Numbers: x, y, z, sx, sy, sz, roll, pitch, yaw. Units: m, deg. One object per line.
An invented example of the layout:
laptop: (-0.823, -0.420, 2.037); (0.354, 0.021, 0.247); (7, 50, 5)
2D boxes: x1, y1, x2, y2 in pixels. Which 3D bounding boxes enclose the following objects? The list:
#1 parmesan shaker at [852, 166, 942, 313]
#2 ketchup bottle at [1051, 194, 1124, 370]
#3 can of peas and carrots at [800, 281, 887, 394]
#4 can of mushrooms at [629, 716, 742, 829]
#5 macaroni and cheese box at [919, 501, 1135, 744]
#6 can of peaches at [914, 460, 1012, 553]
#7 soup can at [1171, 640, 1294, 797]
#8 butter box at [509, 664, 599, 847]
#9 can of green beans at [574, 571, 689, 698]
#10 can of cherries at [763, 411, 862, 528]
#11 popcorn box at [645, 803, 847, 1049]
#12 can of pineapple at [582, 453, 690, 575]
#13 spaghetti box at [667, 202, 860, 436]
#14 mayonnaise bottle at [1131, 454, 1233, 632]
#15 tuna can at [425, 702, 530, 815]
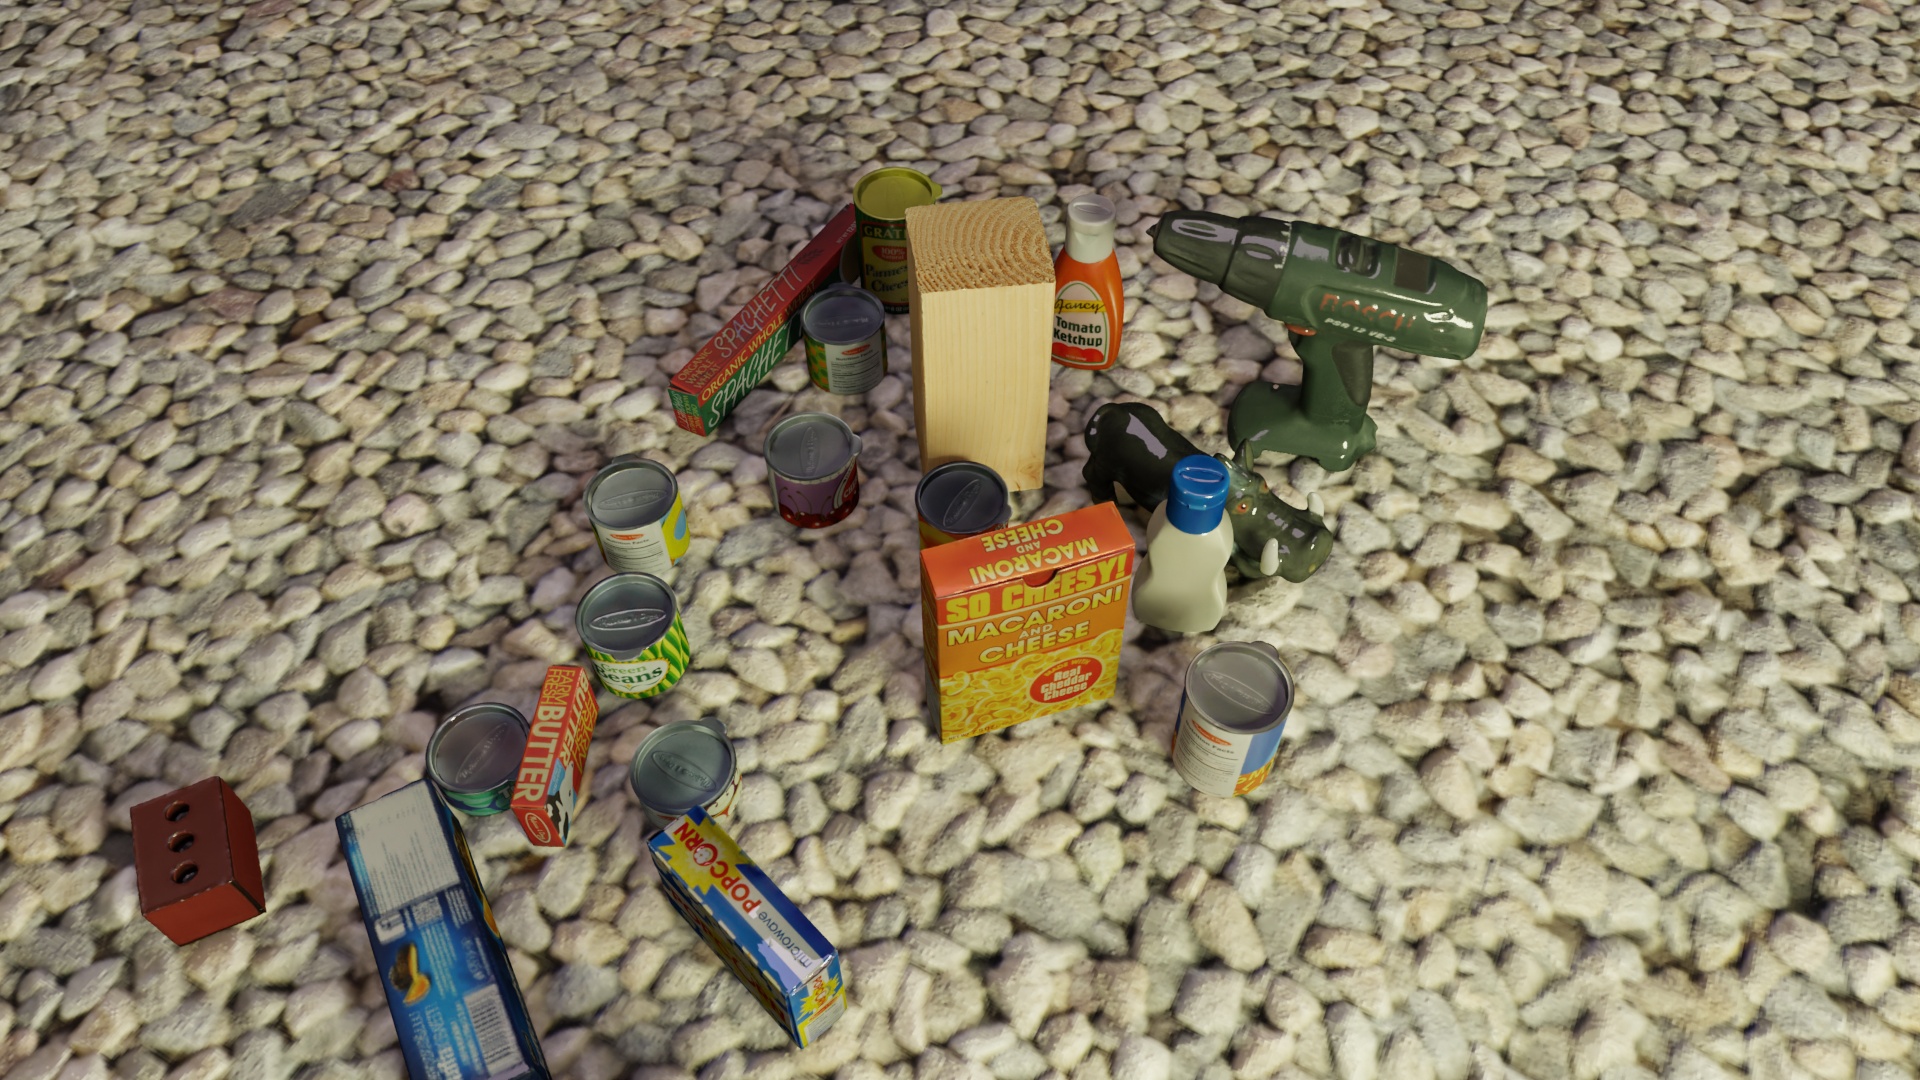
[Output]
parmesan shaker: (-0.049, -0.245, 1.140); (0.071, 0.102, 0.072); (0, 52, 0)
ketchup bottle: (0.097, -0.199, 1.074); (0.065, 0.148, 0.044); (12, 53, 10)
can of peas and carrots: (-0.092, -0.160, 1.102); (0.071, 0.058, 0.071); (0, 52, 0)
can of mushrooms: (-0.171, 0.148, 0.878); (0.071, 0.033, 0.071); (0, 52, 0)
macaroni and cheese box: (0.040, 0.056, 0.865); (0.124, 0.165, 0.040); (-15, 53, -11)
can of peaches: (0.004, -0.012, 0.987); (0.071, 0.057, 0.071); (0, 52, 0)
soup can: (0.171, 0.112, 0.872); (0.071, 0.083, 0.072); (0, 52, 0)
butter box: (-0.255, 0.135, 0.877); (0.024, 0.052, 0.104); (2, 52, 2)
can of green beans: (-0.218, 0.064, 0.929); (0.071, 0.057, 0.071); (0, 52, 0)
can of cherries: (-0.106, -0.051, 1.017); (0.071, 0.058, 0.072); (0, 52, 0)
popcorn box: (-0.120, 0.219, 0.789); (0.038, 0.084, 0.127); (-38, 61, -25)
can of pineapple: (-0.230, -0.017, 0.992); (0.071, 0.057, 0.071); (0, 52, 0)
spaghetti box: (-0.147, -0.182, 1.125); (0.029, 0.050, 0.251); (25, 56, 18)
mayonnaise bottle: (0.150, 0.004, 0.915); (0.065, 0.147, 0.041); (8, 53, 7)
tuna can: (-0.301, 0.140, 0.885); (0.071, 0.032, 0.071); (0, 52, 0)
